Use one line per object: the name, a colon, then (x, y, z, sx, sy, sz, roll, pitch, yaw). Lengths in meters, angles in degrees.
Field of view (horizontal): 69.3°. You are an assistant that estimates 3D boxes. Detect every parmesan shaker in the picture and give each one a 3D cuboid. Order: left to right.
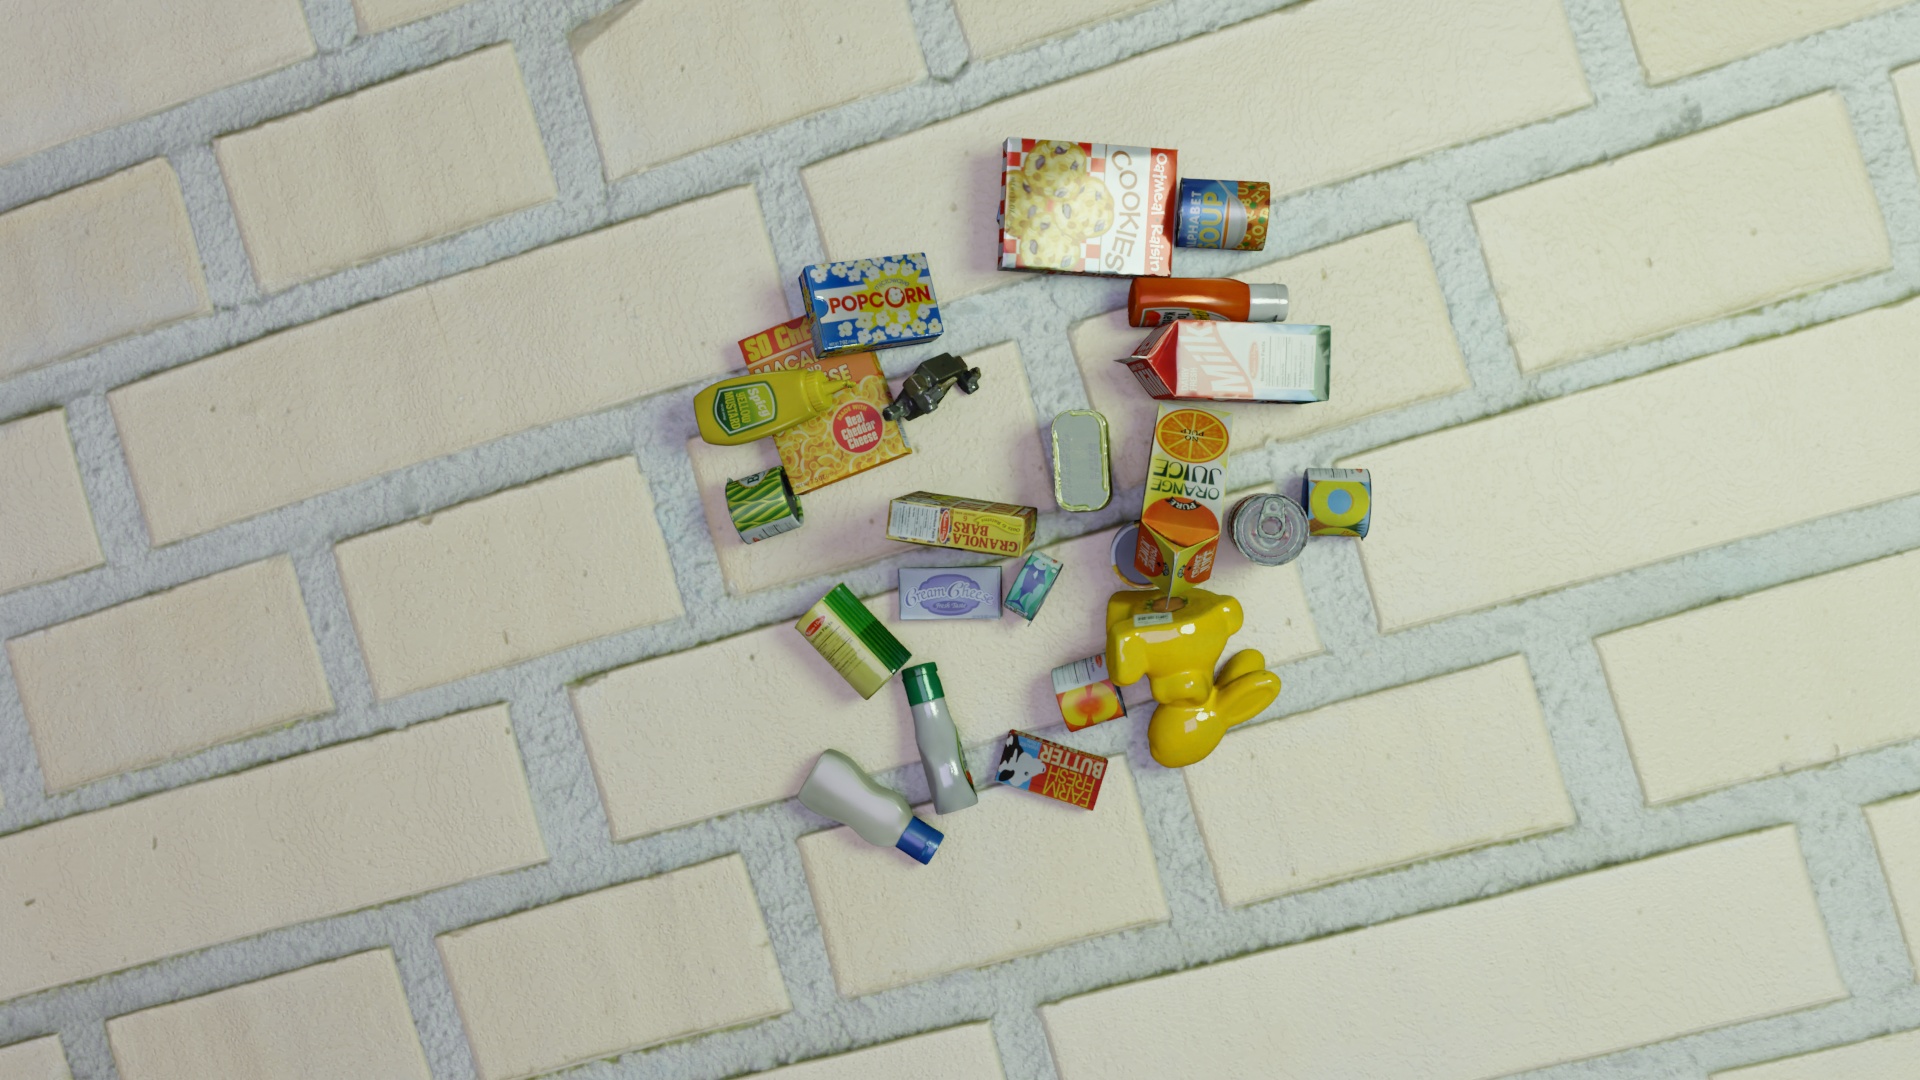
parmesan shaker: (-0.107, 0.102, 1.384, 0.071, 0.071, 0.103, -45, 87, 7)

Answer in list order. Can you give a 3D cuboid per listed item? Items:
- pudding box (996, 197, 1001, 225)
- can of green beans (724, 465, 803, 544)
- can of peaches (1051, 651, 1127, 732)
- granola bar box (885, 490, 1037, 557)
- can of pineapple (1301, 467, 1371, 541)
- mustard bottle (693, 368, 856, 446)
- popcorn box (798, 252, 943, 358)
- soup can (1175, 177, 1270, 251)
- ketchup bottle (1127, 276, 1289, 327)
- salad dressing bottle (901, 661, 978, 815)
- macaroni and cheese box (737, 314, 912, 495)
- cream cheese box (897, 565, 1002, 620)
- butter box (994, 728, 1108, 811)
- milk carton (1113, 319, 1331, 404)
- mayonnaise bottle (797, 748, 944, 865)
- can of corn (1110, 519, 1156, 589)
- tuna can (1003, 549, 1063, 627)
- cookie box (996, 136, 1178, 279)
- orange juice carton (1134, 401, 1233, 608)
pudding box: (0.067, -0.348, 1.365, 0.050, 0.030, 0.083, 12, 93, 5)
can of green beans: (-0.195, -0.036, 1.388, 0.058, 0.071, 0.071, -19, 90, 7)
can of peaches: (0.126, 0.150, 1.357, 0.058, 0.071, 0.071, -18, 90, 7)
granola bar box: (0.005, -0.016, 1.315, 0.124, 0.166, 0.039, 8, 96, 7)
can of pineapple: (0.357, -0.034, 1.322, 0.058, 0.071, 0.071, 2, 92, 7)
mustard bottle: (-0.178, -0.136, 1.349, 0.160, 0.049, 0.065, -14, 92, 13)
popcorn box: (-0.087, -0.229, 1.353, 0.127, 0.038, 0.085, -12, 86, -22)
soup can: (0.249, -0.310, 1.323, 0.084, 0.071, 0.071, 4, 93, 7)
ketchup bottle: (0.238, -0.229, 1.334, 0.149, 0.064, 0.043, 0, 78, -1)
salad dressing bottle: (-0.023, 0.195, 1.380, 0.044, 0.064, 0.147, -16, 83, -4)
macaroni and cheese box: (-0.135, -0.144, 1.390, 0.124, 0.040, 0.166, -21, 89, 7)
cream cheese box: (-0.010, 0.053, 1.390, 0.104, 0.024, 0.053, -1, 92, 7)
butter box: (0.091, 0.229, 1.384, 0.103, 0.024, 0.053, 16, 94, 6)
milk carton: (0.244, -0.167, 1.307, 0.191, 0.072, 0.073, 1, 93, -9)
mayonnaise bottle: (-0.088, 0.273, 1.399, 0.148, 0.041, 0.064, 32, 97, 4)
can of corn: (0.181, 0.014, 1.349, 0.071, 0.058, 0.071, 0, 92, 7)
tuna can: (0.070, 0.046, 1.359, 0.033, 0.071, 0.071, 29, 95, 6)
cookie box: (0.122, -0.317, 1.334, 0.168, 0.040, 0.122, 2, 95, -8)
orange juice carton: (0.205, -0.032, 1.285, 0.073, 0.071, 0.194, 9, 52, 6)
